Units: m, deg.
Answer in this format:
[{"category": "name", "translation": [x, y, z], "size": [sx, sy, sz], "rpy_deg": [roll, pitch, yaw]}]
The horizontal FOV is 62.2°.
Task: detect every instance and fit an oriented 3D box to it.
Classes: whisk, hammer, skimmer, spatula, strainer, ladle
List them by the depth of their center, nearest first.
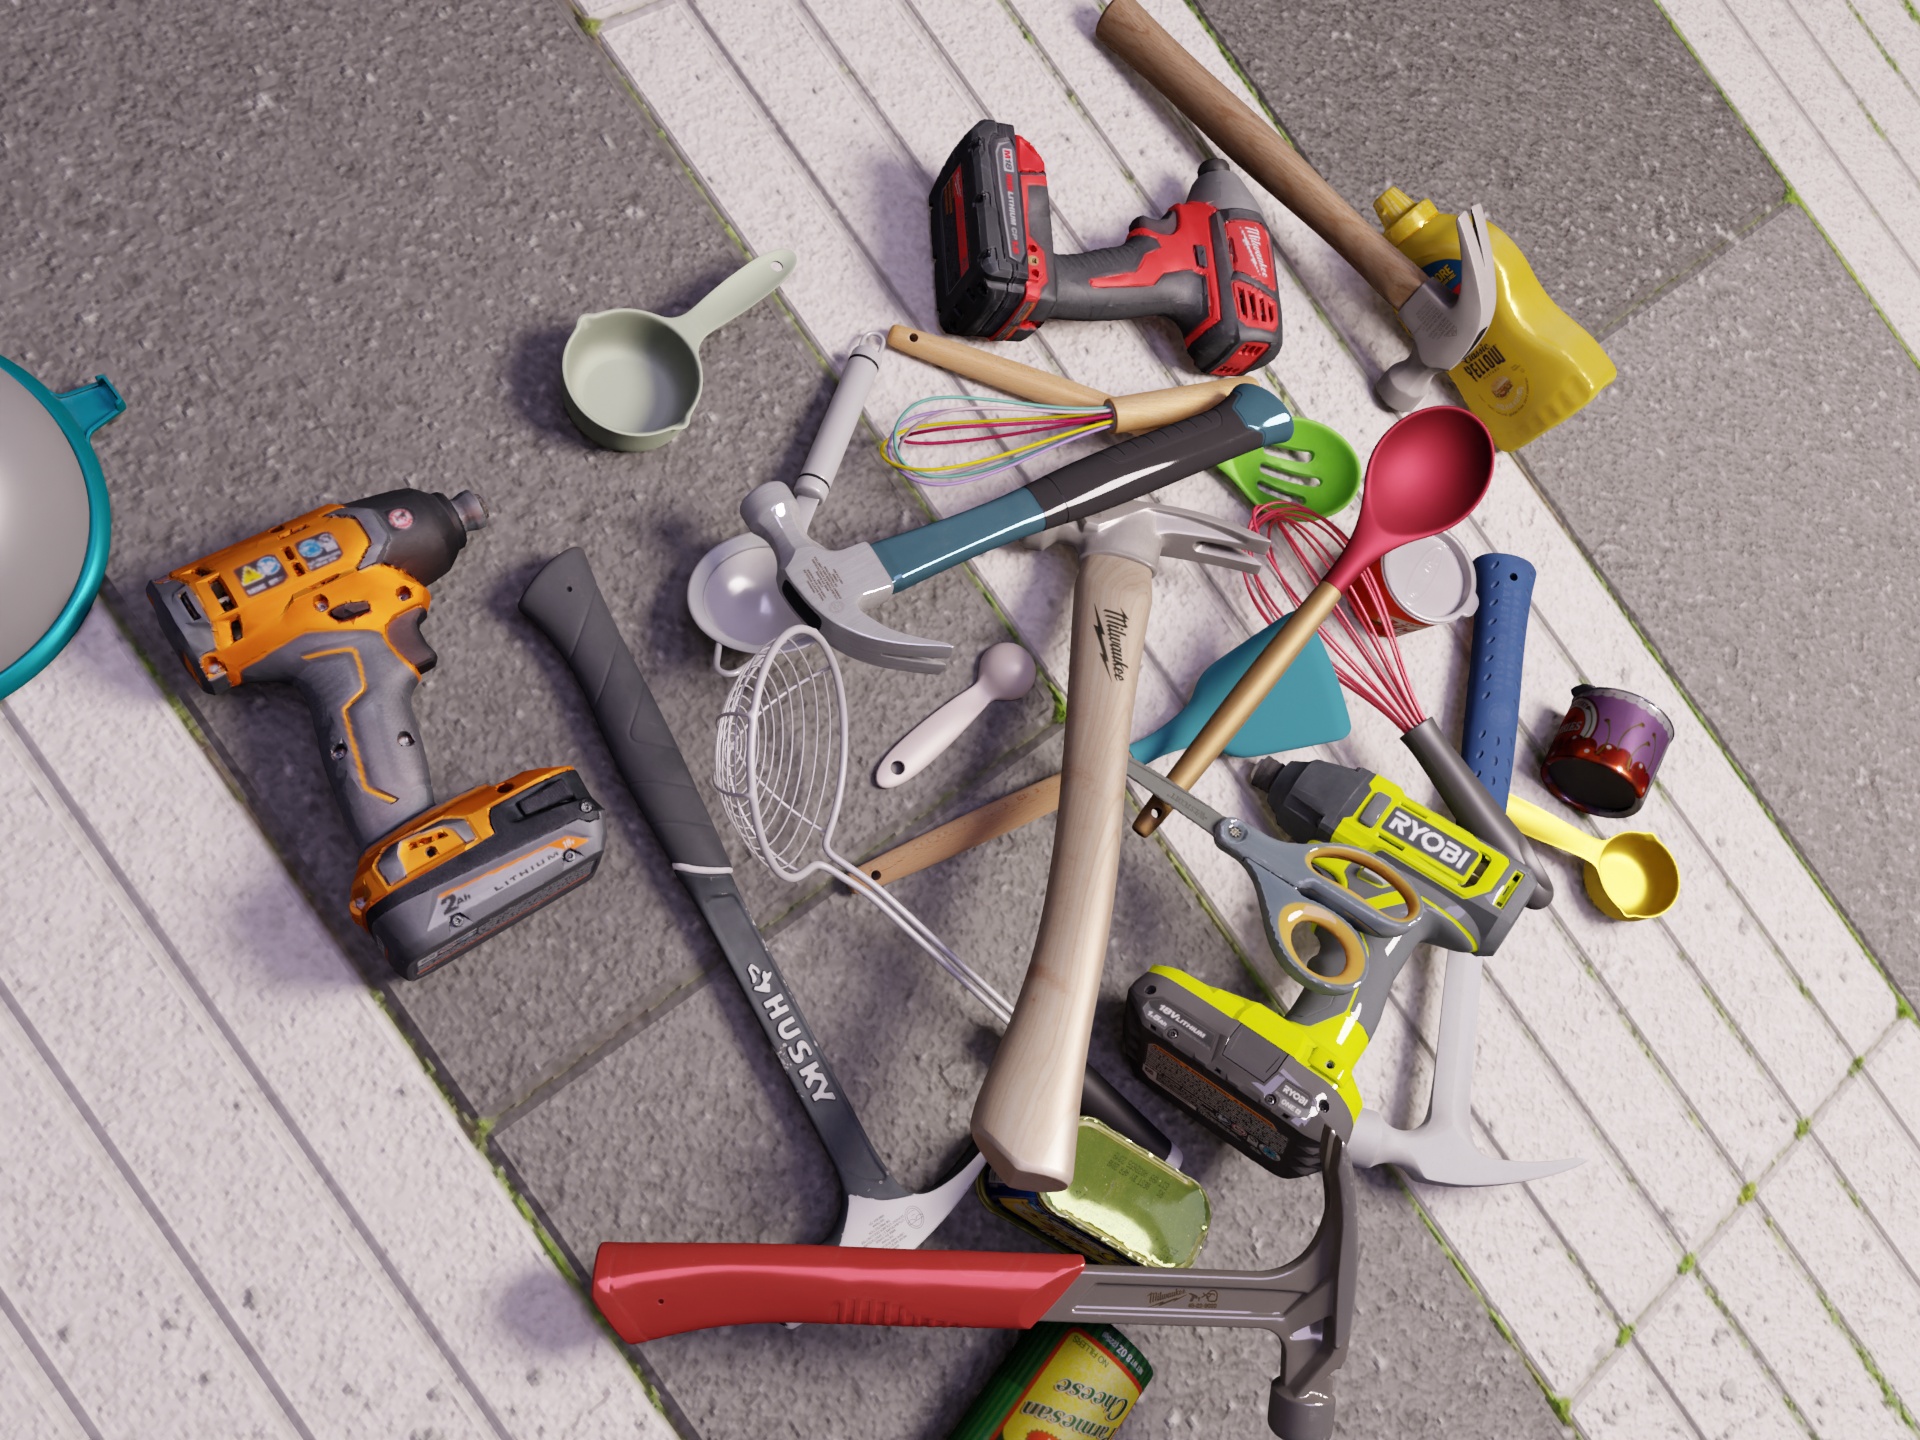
[{"category": "strainer", "translation": [-0.511, -0.042, 0.695], "size": [0.211, 0.095, 0.341], "rpy_deg": [10, 71, -17]}, {"category": "hammer", "translation": [0.009, 0.261, 0.755], "size": [0.359, 0.037, 0.149], "rpy_deg": [4, 92, -4]}, {"category": "skimmer", "translation": [0.008, 0.107, 0.825], "size": [0.363, 0.090, 0.127], "rpy_deg": [45, 32, -11]}, {"category": "hammer", "translation": [-0.120, 0.093, 0.830], "size": [0.149, 0.036, 0.409], "rpy_deg": [-26, 85, -25]}, {"category": "hammer", "translation": [0.078, 0.045, 0.840], "size": [0.146, 0.038, 0.411], "rpy_deg": [11, 57, 1]}, {"category": "hammer", "translation": [0.051, -0.125, 0.895], "size": [0.331, 0.033, 0.128], "rpy_deg": [-24, 74, -23]}, {"category": "strainer", "translation": [-0.085, -0.122, 0.899], "size": [0.087, 0.050, 0.259], "rpy_deg": [15, 64, 7]}, {"category": "spatula", "translation": [0.079, 0.030, 0.910], "size": [0.317, 0.044, 0.082], "rpy_deg": [-23, 94, -21]}, {"category": "ladle", "translation": [0.200, -0.056, 0.921], "size": [0.069, 0.031, 0.315], "rpy_deg": [39, 82, 2]}, {"category": "whisk", "translation": [0.068, -0.181, 0.952], "size": [0.245, 0.047, 0.051], "rpy_deg": [-13, 102, -17]}, {"category": "whisk", "translation": [0.263, -0.011, 0.962], "size": [0.073, 0.073, 0.296], "rpy_deg": [-29, 79, -24]}, {"category": "hammer", "translation": [0.323, 0.083, 0.979], "size": [0.144, 0.035, 0.406], "rpy_deg": [14, 69, 0]}, {"category": "hammer", "translation": [0.215, -0.358, 1.042], "size": [0.331, 0.130, 0.031], "rpy_deg": [46, 51, 6]}]

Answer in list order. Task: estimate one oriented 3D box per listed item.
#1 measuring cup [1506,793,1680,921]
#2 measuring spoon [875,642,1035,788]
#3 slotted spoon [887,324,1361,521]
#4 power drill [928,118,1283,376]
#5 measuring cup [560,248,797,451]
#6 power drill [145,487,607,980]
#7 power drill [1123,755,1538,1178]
[{"category": "measuring cup", "translation": [0.385, 0.080, 1.023], "size": [0.156, 0.029, 0.062], "rpy_deg": [26, 69, 2]}, {"category": "measuring spoon", "translation": [-0.001, -0.003, 0.907], "size": [0.124, 0.018, 0.034], "rpy_deg": [-42, 92, -23]}, {"category": "slotted spoon", "translation": [0.104, -0.191, 0.992], "size": [0.313, 0.031, 0.070], "rpy_deg": [16, 79, -13]}, {"category": "power drill", "translation": [0.097, -0.297, 0.994], "size": [0.219, 0.078, 0.143], "rpy_deg": [2, 75, -22]}, {"category": "measuring cup", "translation": [-0.155, -0.214, 0.901], "size": [0.083, 0.038, 0.167], "rpy_deg": [46, 64, -3]}, {"category": "power drill", "translation": [-0.267, -0.007, 0.782], "size": [0.164, 0.084, 0.226], "rpy_deg": [-31, 84, -25]}, {"category": "power drill", "translation": [0.196, 0.126, 0.896], "size": [0.171, 0.080, 0.223], "rpy_deg": [32, 62, 22]}]
